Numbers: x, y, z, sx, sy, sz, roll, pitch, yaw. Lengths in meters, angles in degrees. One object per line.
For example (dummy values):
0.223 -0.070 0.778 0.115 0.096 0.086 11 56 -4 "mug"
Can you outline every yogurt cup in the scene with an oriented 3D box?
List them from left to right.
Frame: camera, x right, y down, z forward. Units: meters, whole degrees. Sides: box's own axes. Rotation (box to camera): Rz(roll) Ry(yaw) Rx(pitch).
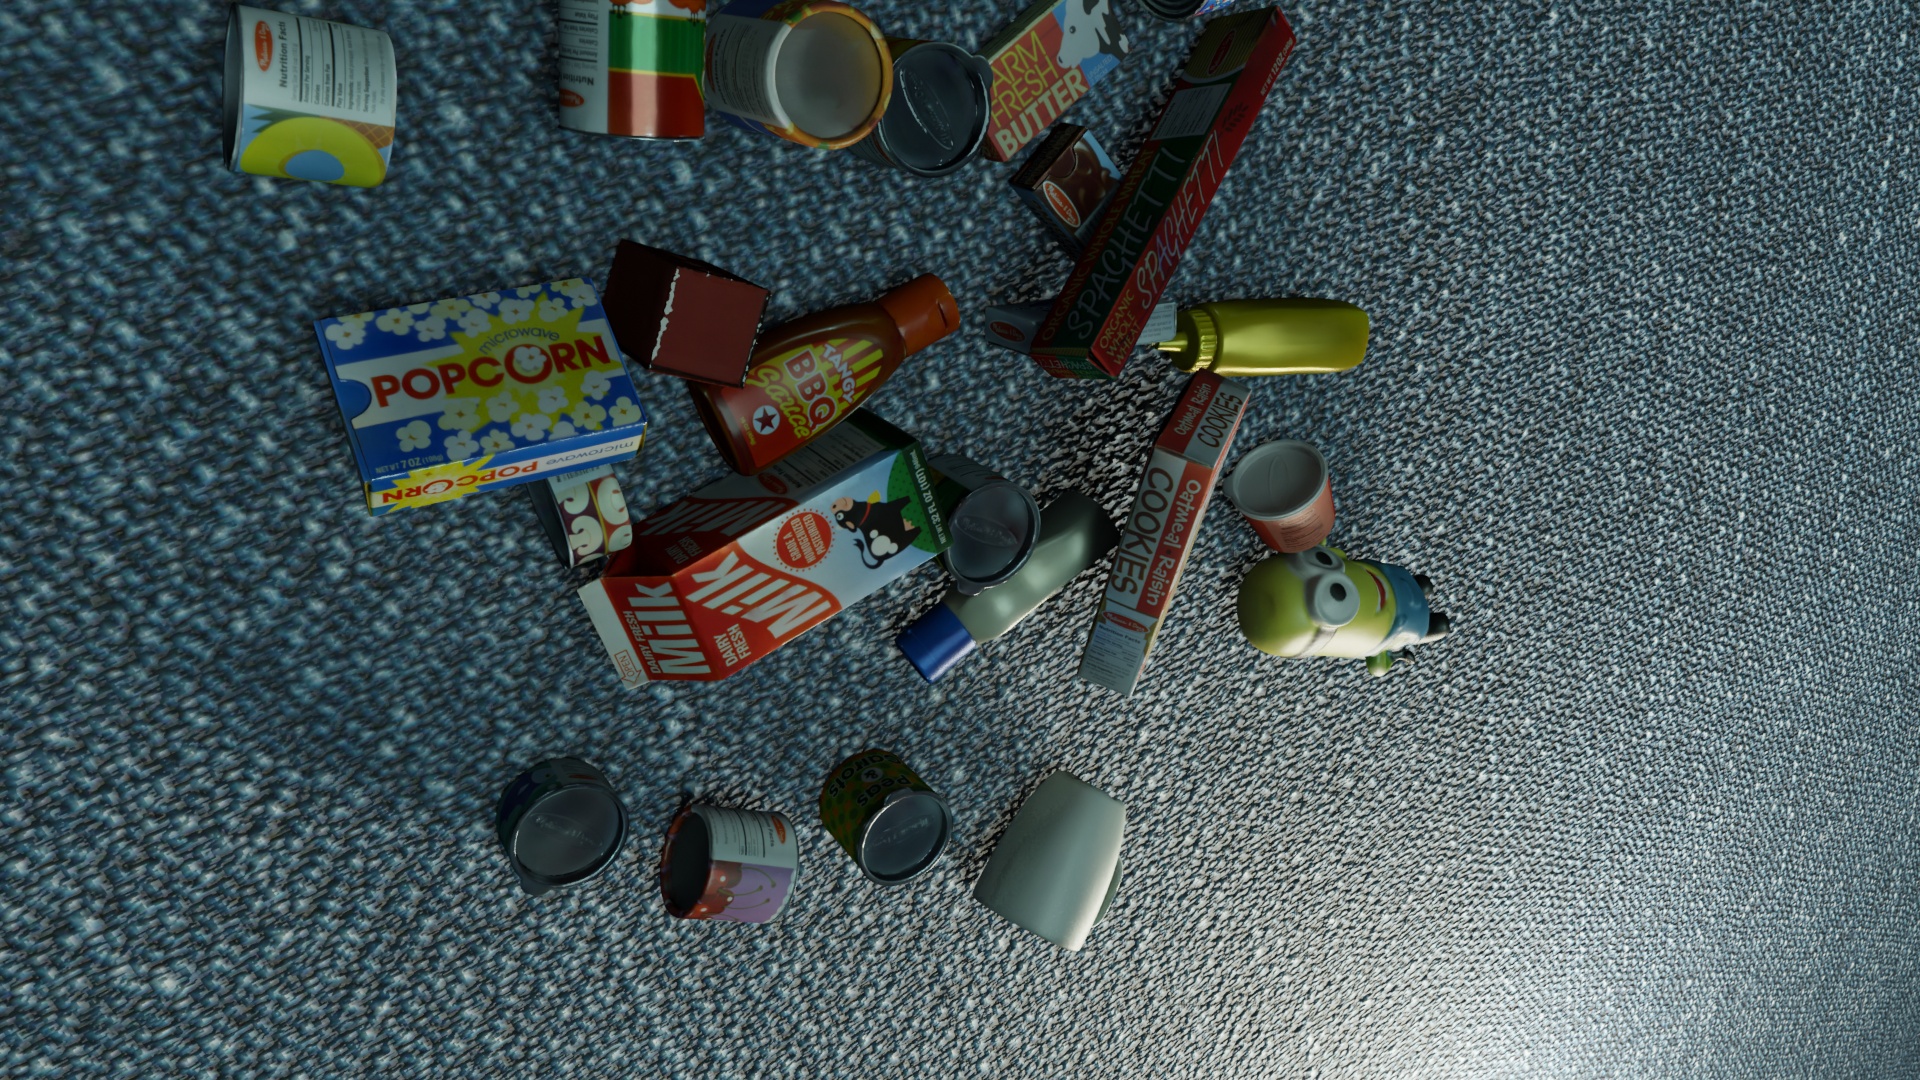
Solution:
0.226 -0.028 0.960 0.072 0.072 0.053 -45 135 -9 "yogurt cup"

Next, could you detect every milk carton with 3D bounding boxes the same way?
-0.108 0.008 0.752 0.191 0.073 0.072 -30 123 -19 "milk carton"

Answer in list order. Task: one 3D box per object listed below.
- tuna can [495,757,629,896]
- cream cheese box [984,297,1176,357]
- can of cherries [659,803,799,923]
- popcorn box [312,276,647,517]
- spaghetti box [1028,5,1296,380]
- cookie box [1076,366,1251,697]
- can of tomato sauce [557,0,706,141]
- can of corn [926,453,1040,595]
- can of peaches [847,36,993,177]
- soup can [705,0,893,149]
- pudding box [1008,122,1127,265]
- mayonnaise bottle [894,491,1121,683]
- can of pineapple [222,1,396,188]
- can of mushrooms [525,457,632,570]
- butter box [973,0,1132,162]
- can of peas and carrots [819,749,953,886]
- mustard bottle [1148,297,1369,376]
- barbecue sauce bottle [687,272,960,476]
-0.222 0.158 0.768 0.071 0.033 0.070 -13 116 -28 "tuna can"
0.072 -0.129 0.823 0.104 0.053 0.024 -12 115 -29 "cream cheese box"
-0.137 0.192 0.816 0.058 0.071 0.071 15 102 -36 "can of cherries"
-0.219 -0.069 0.640 0.127 0.085 0.038 -16 162 -27 "popcorn box"
0.116 -0.197 0.785 0.028 0.050 0.251 41 70 -37 "spaghetti box"
0.124 -0.007 0.851 0.123 0.040 0.166 -53 162 -56 "cookie box"
-0.147 -0.228 0.631 0.071 0.071 0.082 -7 113 -31 "can of tomato sauce"
0.003 -0.010 0.825 0.071 0.058 0.071 -13 117 -28 "can of corn"
-0.025 -0.225 0.716 0.071 0.058 0.071 -13 116 -28 "can of peaches"
-0.077 -0.225 0.666 0.071 0.084 0.071 -13 117 -28 "soup can"
0.073 -0.197 0.809 0.049 0.030 0.083 -50 127 -3 "pudding box"
0.027 0.029 0.857 0.148 0.065 0.041 -39 108 -9 "mayonnaise bottle"
-0.270 -0.181 0.573 0.058 0.071 0.070 0 110 -33 "can of pineapple"
-0.191 -0.020 0.691 0.033 0.071 0.070 -23 121 -24 "can of mushrooms"
0.043 -0.261 0.766 0.104 0.024 0.053 -44 126 -10 "butter box"
-0.048 0.171 0.869 0.071 0.059 0.070 -13 116 -28 "can of peas and carrots"
0.184 -0.130 0.892 0.161 0.065 0.048 -6 108 -23 "mustard bottle"
-0.070 -0.096 0.751 0.149 0.044 0.064 -32 123 -18 "barbecue sauce bottle"
